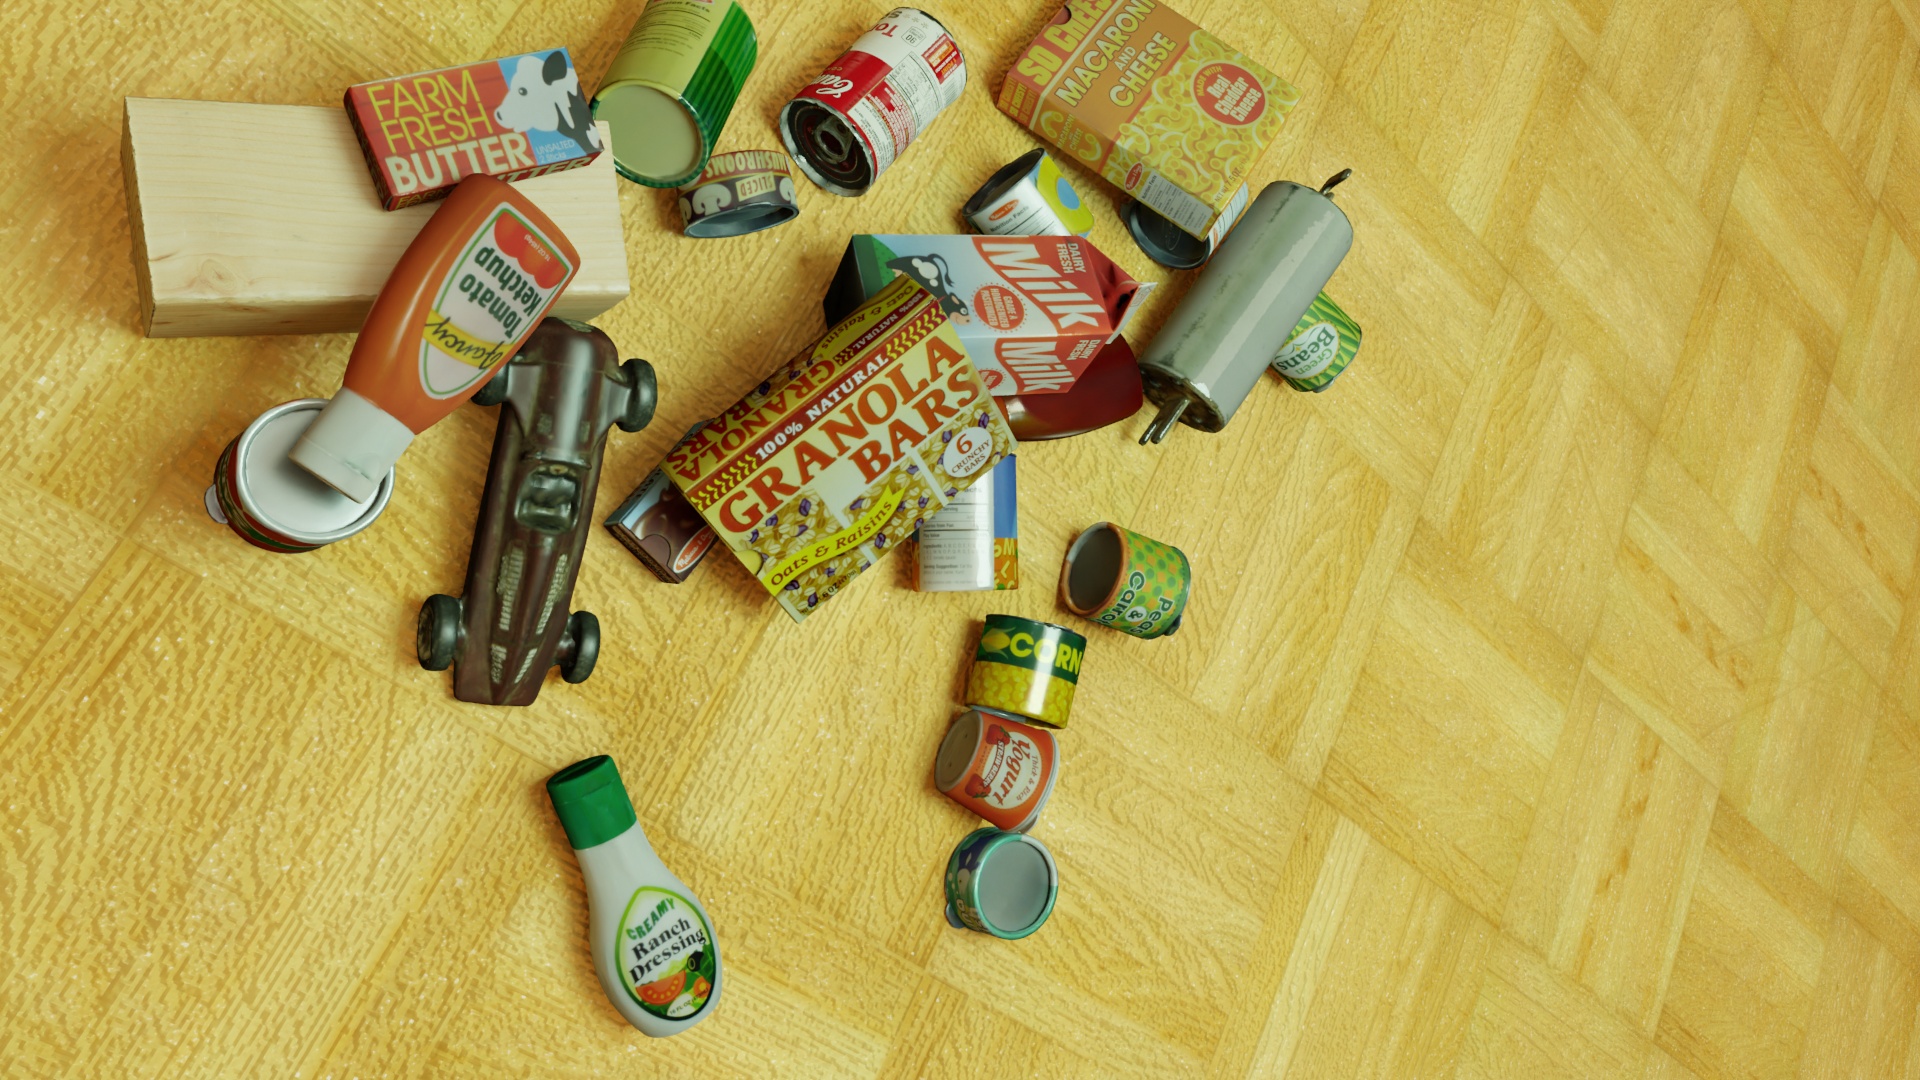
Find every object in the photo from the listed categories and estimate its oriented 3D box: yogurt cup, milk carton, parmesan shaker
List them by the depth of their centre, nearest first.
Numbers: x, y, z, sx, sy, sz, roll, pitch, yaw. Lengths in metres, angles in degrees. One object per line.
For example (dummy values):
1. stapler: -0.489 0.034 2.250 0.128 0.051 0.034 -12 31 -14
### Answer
1. parmesan shaker: -0.155 -0.244 0.744 0.071 0.071 0.103 36 43 -26
2. milk carton: 0.022 -0.135 0.838 0.191 0.072 0.073 -5 67 -23
3. yogurt cup: 0.020 0.139 0.853 0.054 0.072 0.072 27 72 -20

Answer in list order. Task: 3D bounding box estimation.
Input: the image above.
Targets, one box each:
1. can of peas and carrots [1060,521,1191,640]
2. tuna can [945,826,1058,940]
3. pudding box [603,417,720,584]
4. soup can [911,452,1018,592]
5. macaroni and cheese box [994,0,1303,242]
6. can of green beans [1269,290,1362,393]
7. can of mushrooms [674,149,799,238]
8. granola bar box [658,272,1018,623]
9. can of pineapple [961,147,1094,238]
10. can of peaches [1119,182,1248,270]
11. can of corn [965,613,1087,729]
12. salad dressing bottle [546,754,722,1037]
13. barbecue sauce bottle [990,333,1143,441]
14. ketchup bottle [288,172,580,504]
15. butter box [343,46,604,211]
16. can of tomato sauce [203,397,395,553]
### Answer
1. can of peas and carrots: 0.109 0.028 0.914 0.059 0.071 0.071 20 76 -30
2. tuna can: 0.025 0.216 0.867 0.071 0.033 0.071 3 85 -33
3. pudding box: -0.151 -0.022 0.772 0.049 0.030 0.084 47 64 -23
4. soup can: 0.003 -0.011 0.852 0.071 0.071 0.083 0 87 -33
5. macaroni and cheese box: 0.126 -0.294 0.924 0.166 0.040 0.124 34 67 3
6. can of green beans: 0.250 -0.152 1.020 0.058 0.071 0.071 36 68 -25
7. can of mushrooms: -0.125 -0.194 0.778 0.071 0.071 0.033 -13 92 -33
8. granola bar box: -0.060 -0.047 0.757 0.166 0.039 0.123 -39 136 -6
9. can of pineapple: 0.044 -0.209 0.892 0.057 0.071 0.071 49 64 -21
10. can of peaches: 0.156 -0.234 0.967 0.071 0.071 0.058 48 64 -21
11. can of corn: 0.042 0.082 0.866 0.071 0.071 0.058 21 77 -30
12. salad dressing bottle: -0.174 0.187 0.734 0.064 0.044 0.147 -27 101 -33
13. barbecue sauce bottle: 0.049 -0.092 0.899 0.149 0.043 0.065 -20 93 -32
14. ketchup bottle: -0.233 -0.086 0.610 0.149 0.043 0.064 -58 144 -14
15. butter box: -0.221 -0.189 0.635 0.104 0.024 0.053 -25 98 -32
16. can of tomato sauce: -0.306 -0.029 0.641 0.071 0.083 0.071 3 85 -33
